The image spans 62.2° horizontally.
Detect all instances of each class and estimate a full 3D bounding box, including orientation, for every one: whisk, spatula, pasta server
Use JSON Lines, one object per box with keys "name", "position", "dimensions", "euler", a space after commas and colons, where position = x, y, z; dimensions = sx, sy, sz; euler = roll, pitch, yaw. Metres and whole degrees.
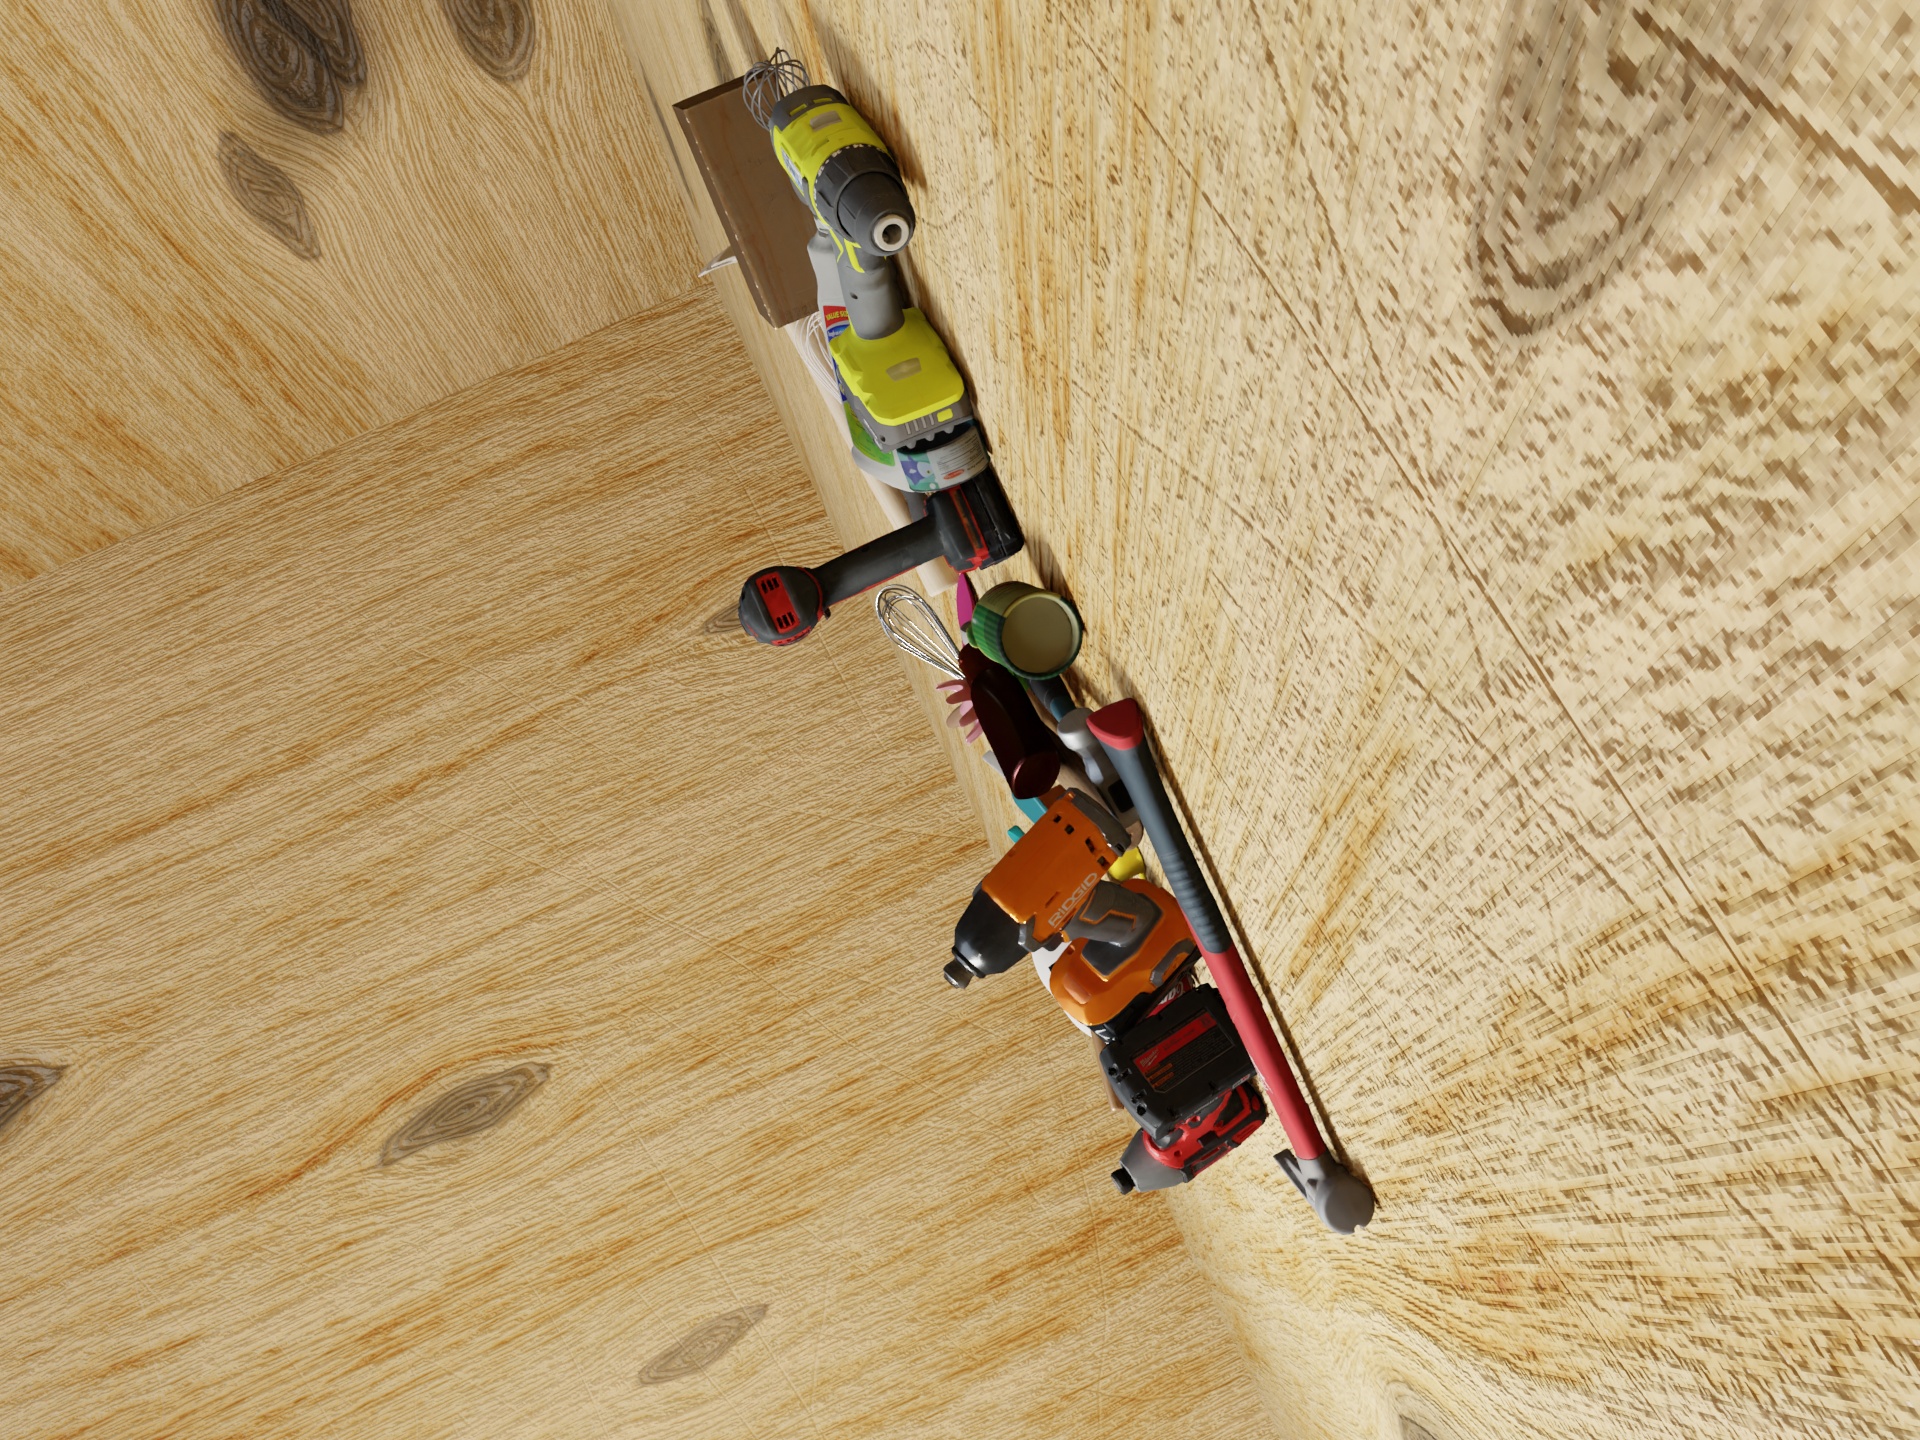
{"name": "whisk", "position": [0.009, -0.042, 1.567], "dimensions": [0.246, 0.059, 0.058], "euler": [44, -141, -4]}
{"name": "spatula", "position": [0.093, 0.187, 1.391], "dimensions": [0.082, 0.044, 0.318], "euler": [81, 178, -63]}
{"name": "whisk", "position": [-0.137, -0.477, 1.307], "dimensions": [0.239, 0.055, 0.055], "euler": [64, -179, -84]}
{"name": "whisk", "position": [-0.082, -0.295, 1.616], "dimensions": [0.284, 0.070, 0.070], "euler": [61, 177, -16]}
{"name": "pasta server", "position": [-0.002, -0.005, 1.531], "dimensions": [0.060, 0.040, 0.316], "euler": [61, 174, 1]}

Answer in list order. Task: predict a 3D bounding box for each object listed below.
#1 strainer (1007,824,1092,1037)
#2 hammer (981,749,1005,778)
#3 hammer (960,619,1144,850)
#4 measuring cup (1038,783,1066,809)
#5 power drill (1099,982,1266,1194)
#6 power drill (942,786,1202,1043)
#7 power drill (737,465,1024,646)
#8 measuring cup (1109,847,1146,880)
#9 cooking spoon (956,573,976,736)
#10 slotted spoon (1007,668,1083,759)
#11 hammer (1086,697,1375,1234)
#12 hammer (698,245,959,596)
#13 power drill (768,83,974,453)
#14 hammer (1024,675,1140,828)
{"name": "strainer", "position": [0.105, 0.221, 1.617], "dimensions": [0.341, 0.095, 0.210], "euler": [46, 170, 50]}
{"name": "hammer", "position": [0.059, 0.042, 1.753], "dimensions": [0.149, 0.036, 0.409], "euler": [48, -177, -14]}
{"name": "hammer", "position": [0.077, 0.026, 1.382], "dimensions": [0.332, 0.031, 0.130], "euler": [-130, 24, -59]}
{"name": "measuring cup", "position": [0.093, 0.067, 1.521], "dimensions": [0.095, 0.052, 0.174], "euler": [75, 169, -61]}
{"name": "power drill", "position": [0.179, 0.312, 1.287], "dimensions": [0.079, 0.143, 0.219], "euler": [52, 167, 33]}
{"name": "power drill", "position": [0.083, 0.160, 1.183], "dimensions": [0.084, 0.164, 0.226], "euler": [41, 177, 39]}
{"name": "power drill", "position": [-0.073, -0.124, 1.290], "dimensions": [0.188, 0.226, 0.080], "euler": [-170, 56, -84]}
{"name": "measuring cup", "position": [0.155, 0.156, 1.425], "dimensions": [0.062, 0.029, 0.156], "euler": [-125, 12, -66]}
{"name": "cooking spoon", "position": [0.010, -0.063, 1.801], "dimensions": [0.318, 0.017, 0.069], "euler": [89, 167, -60]}
{"name": "slotted spoon", "position": [0.077, -0.012, 1.464], "dimensions": [0.070, 0.031, 0.314], "euler": [67, 173, -33]}
{"name": "hammer", "position": [0.181, 0.165, 1.120], "dimensions": [0.143, 0.038, 0.386], "euler": [-152, 37, -85]}
{"name": "hammer", "position": [-0.120, -0.311, 1.644], "dimensions": [0.038, 0.146, 0.410], "euler": [-21, 101, 42]}
{"name": "power drill", "position": [-0.058, -0.306, 1.110], "dimensions": [0.228, 0.080, 0.191], "euler": [73, 172, -45]}
{"name": "hammer", "position": [0.079, -0.015, 1.276], "dimensions": [0.128, 0.033, 0.331], "euler": [56, -177, -27]}
